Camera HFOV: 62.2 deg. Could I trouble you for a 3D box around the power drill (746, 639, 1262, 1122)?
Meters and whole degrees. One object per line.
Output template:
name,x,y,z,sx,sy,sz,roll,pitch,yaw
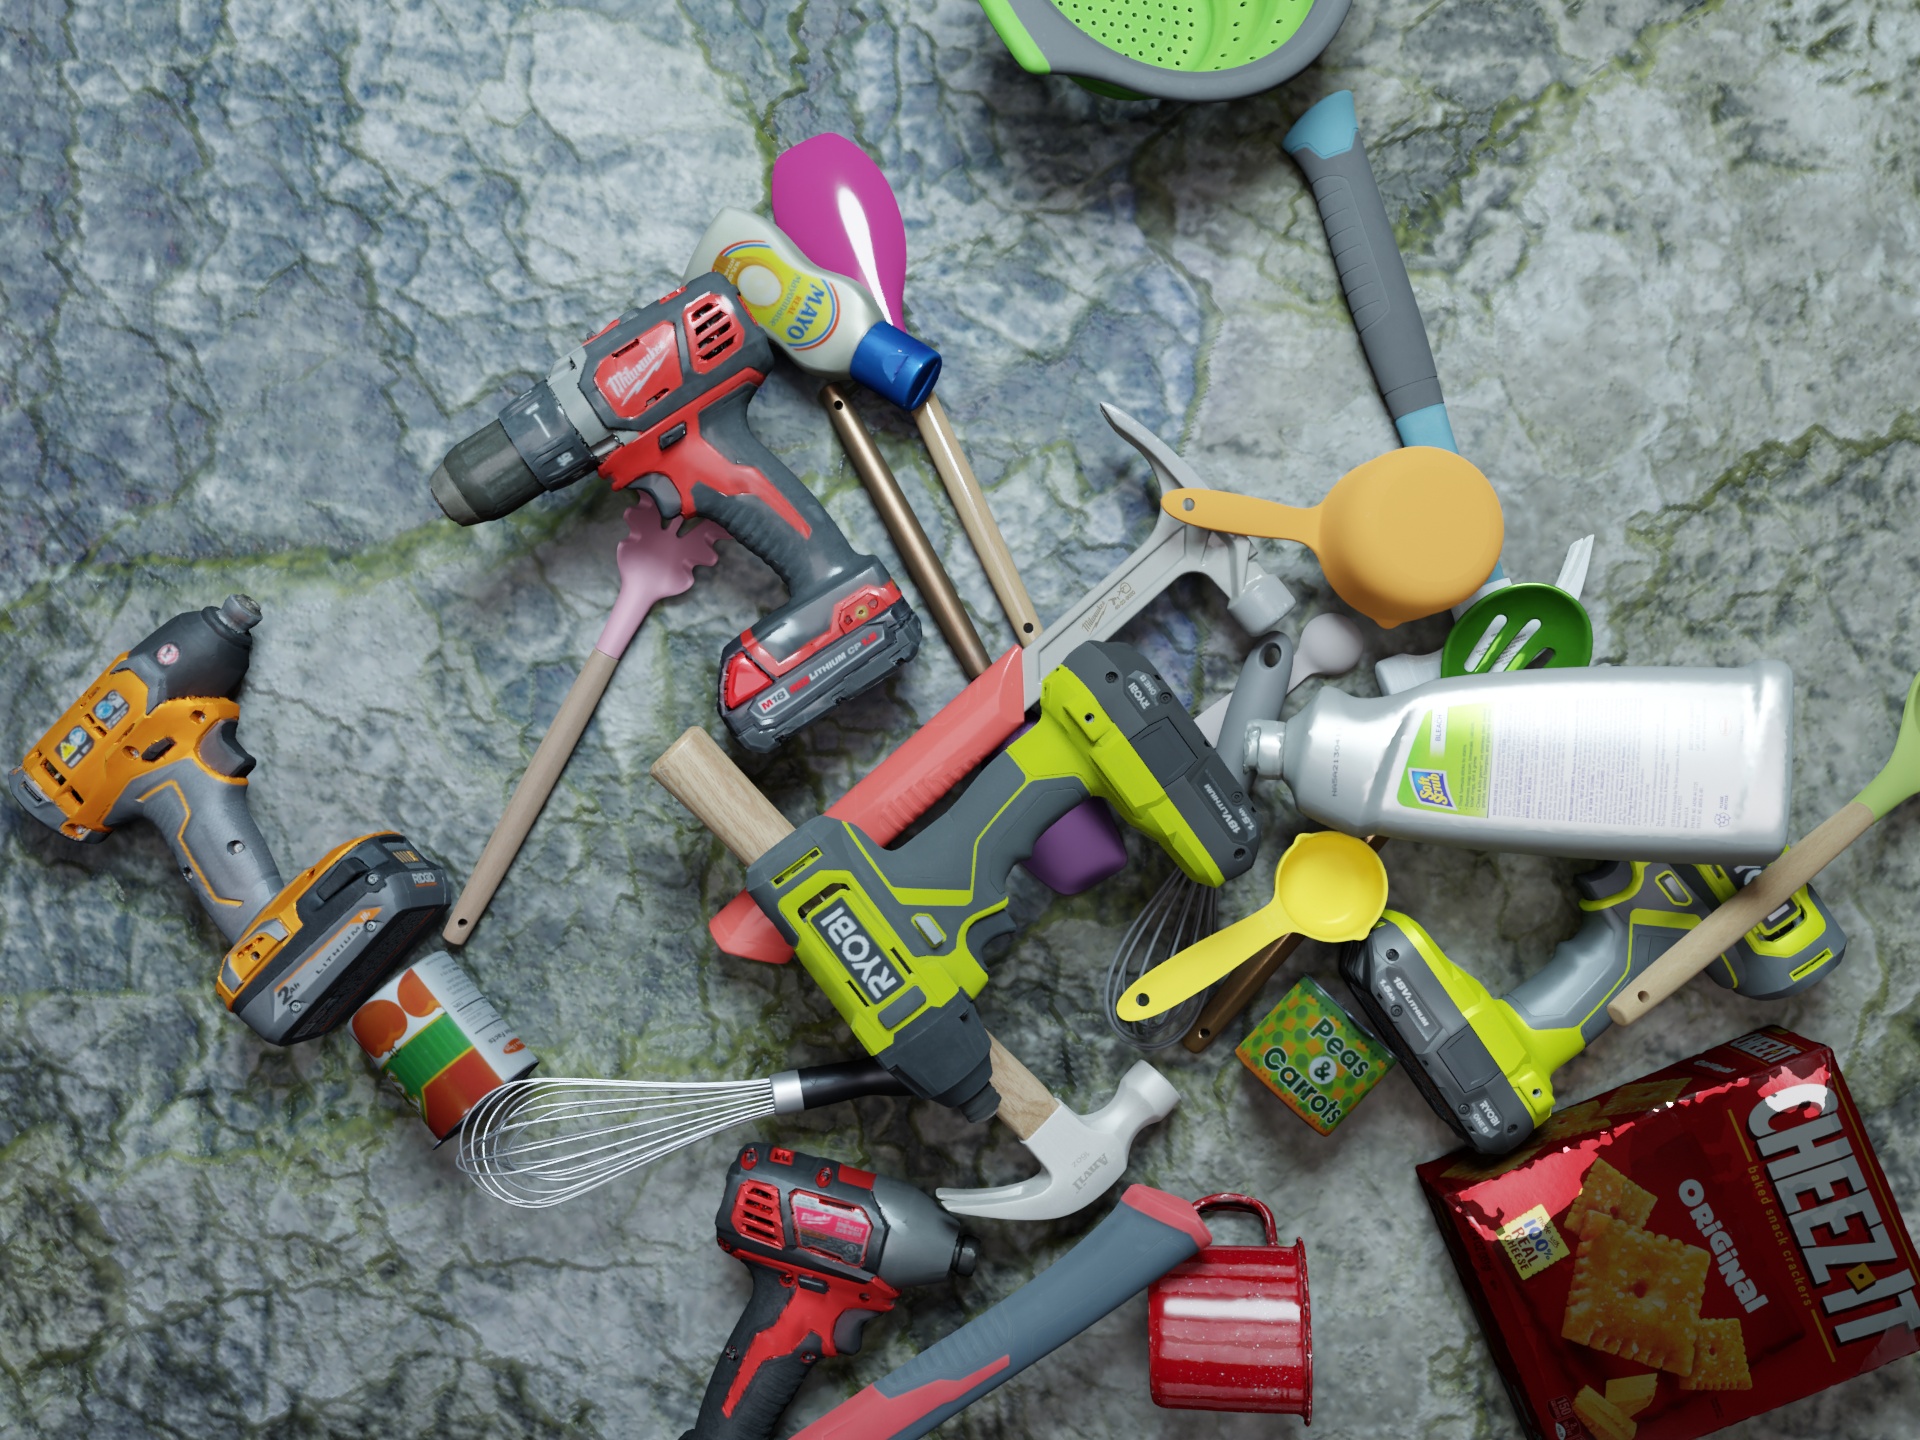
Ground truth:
power drill,0.030,0.079,0.794,0.223,0.080,0.171,-37,95,-2

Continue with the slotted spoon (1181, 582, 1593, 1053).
slotted spoon,0.219,0.057,0.850,0.070,0.031,0.313,38,100,2

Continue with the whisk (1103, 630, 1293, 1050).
whisk,0.132,0.064,0.860,0.055,0.055,0.239,19,90,3

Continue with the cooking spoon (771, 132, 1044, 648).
cooking spoon,-0.023,-0.183,0.889,0.069,0.017,0.319,-25,87,4

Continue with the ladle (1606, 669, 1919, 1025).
ladle,0.439,0.056,0.790,0.320,0.062,0.078,-31,73,-19

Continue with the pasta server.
pasta server,-0.211,-0.013,0.888,0.060,0.040,0.316,28,92,-15

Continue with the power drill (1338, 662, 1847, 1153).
power drill,0.319,0.099,0.837,0.228,0.080,0.190,-34,89,-1

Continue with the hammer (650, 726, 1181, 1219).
hammer,-0.038,0.134,0.837,0.130,0.031,0.331,-45,98,-9

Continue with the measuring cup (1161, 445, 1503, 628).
measuring cup,0.192,-0.102,0.810,0.173,0.052,0.095,8,86,-8

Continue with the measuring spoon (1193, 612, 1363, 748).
measuring spoon,0.169,-0.016,0.875,0.124,0.018,0.034,-36,88,3

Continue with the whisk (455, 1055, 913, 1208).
whisk,-0.125,0.207,0.855,0.284,0.070,0.070,-9,89,-10

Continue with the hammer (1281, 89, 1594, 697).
hammer,0.244,-0.180,0.866,0.128,0.033,0.331,-18,88,4

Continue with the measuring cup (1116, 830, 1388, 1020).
measuring cup,0.149,0.112,0.830,0.156,0.029,0.062,-32,83,4

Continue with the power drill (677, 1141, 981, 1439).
power drill,-0.079,0.350,0.858,0.143,0.078,0.220,14,87,3

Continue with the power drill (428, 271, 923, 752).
power drill,-0.145,-0.094,0.833,0.188,0.080,0.226,-33,103,-2

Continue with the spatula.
spatula,-0.002,-0.047,0.886,0.060,0.018,0.316,-28,89,3

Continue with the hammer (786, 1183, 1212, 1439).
hammer,-0.034,0.367,0.800,0.386,0.038,0.143,-32,85,-2

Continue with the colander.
colander,0.168,-0.433,0.858,0.397,0.094,0.204,-27,87,-15

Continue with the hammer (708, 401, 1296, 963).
hammer,-0.001,-0.003,0.861,0.359,0.036,0.149,-41,88,6

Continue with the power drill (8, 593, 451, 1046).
power drill,-0.393,0.048,0.878,0.226,0.084,0.164,43,92,7
